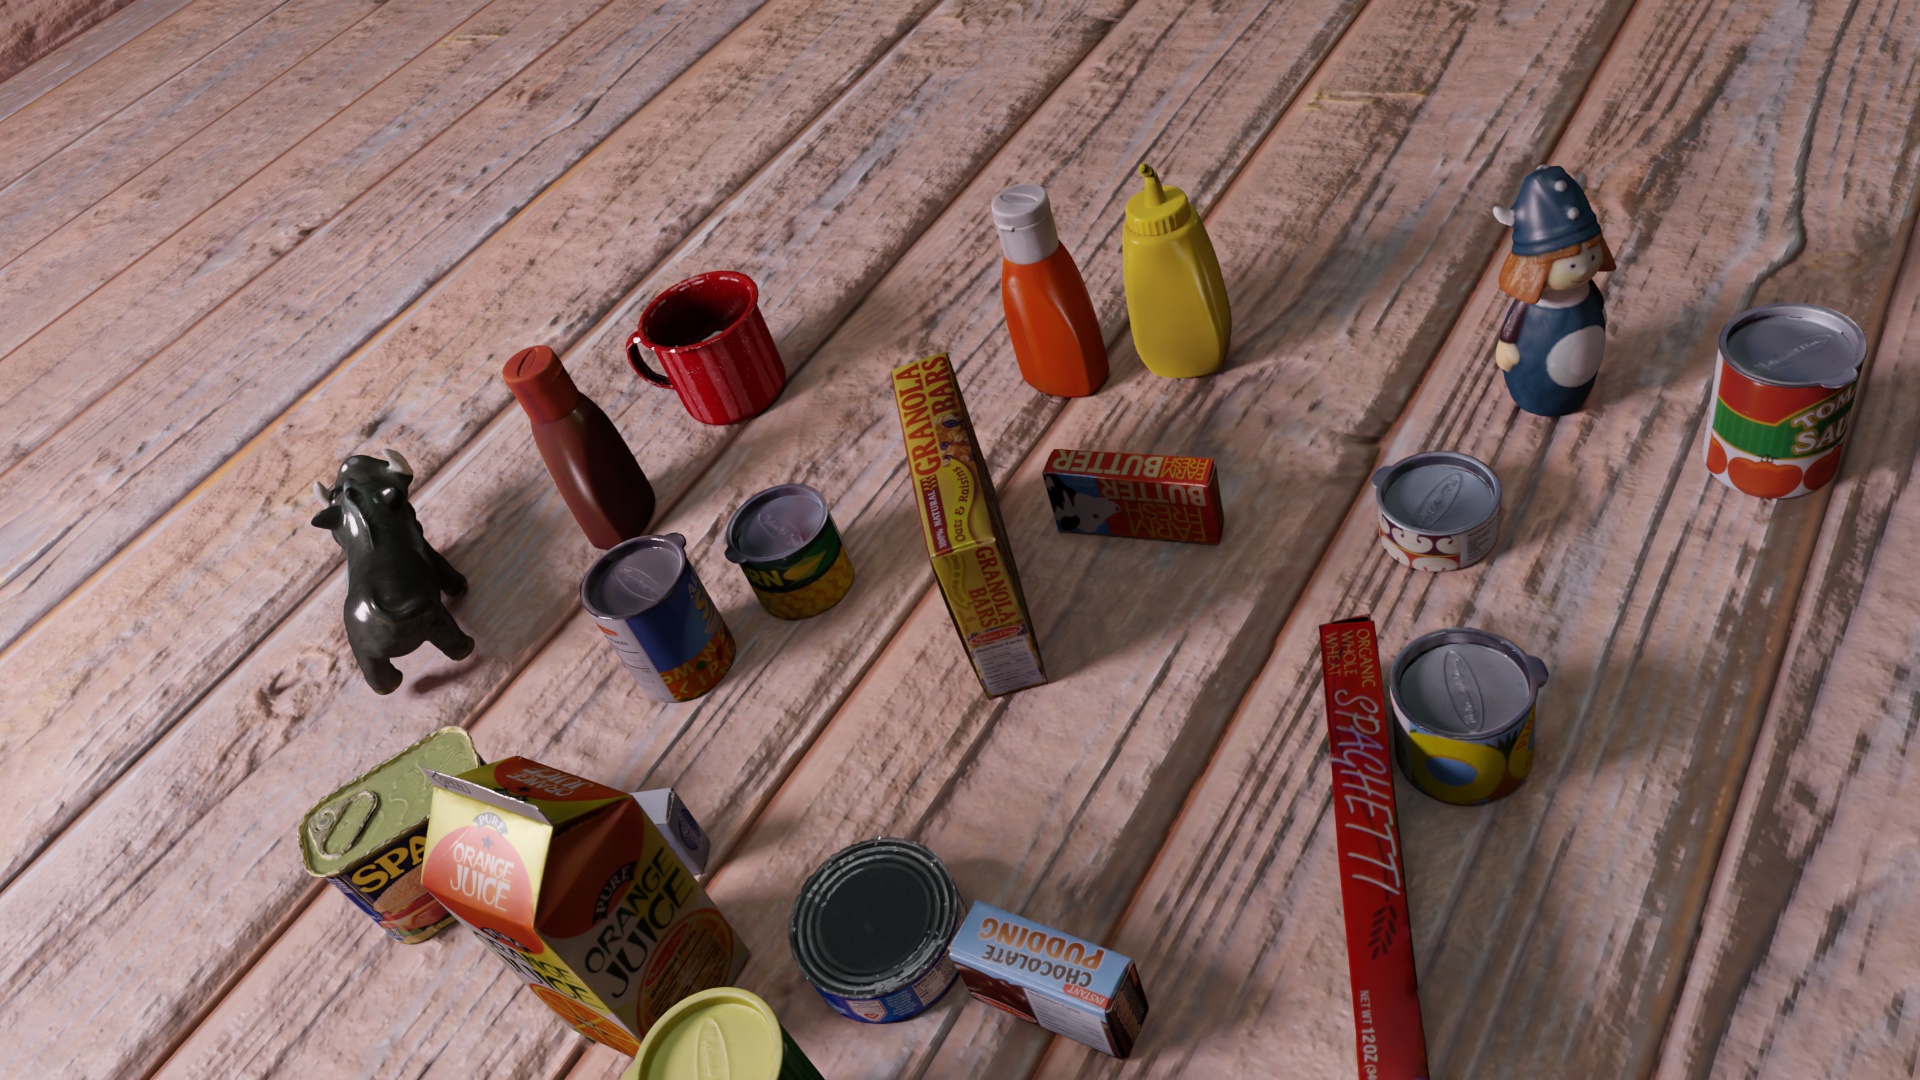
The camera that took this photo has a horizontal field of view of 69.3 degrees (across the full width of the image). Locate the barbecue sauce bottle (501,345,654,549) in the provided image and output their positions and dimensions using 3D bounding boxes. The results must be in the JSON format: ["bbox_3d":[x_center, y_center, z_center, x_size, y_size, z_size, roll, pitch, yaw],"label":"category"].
[{"bbox_3d":[-0.256,-0.064,0.934,0.043,0.147,0.065,-5,46,16],"label":"barbecue sauce bottle"}]

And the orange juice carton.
[{"bbox_3d":[-0.177,0.167,0.646,0.072,0.191,0.073,11,52,29],"label":"orange juice carton"}]

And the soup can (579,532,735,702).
[{"bbox_3d":[-0.180,0.047,0.844,0.071,0.083,0.072,-10,45,11],"label":"soup can"}]

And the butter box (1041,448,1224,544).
[{"bbox_3d":[0.105,-0.027,0.834,0.103,0.053,0.024,5,49,24],"label":"butter box"}]

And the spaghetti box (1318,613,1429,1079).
[{"bbox_3d":[0.188,0.145,0.637,0.028,0.050,0.251,-6,45,15],"label":"spaghetti box"}]

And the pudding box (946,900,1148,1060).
[{"bbox_3d":[0.040,0.201,0.636,0.084,0.049,0.030,12,53,30],"label":"pudding box"}]

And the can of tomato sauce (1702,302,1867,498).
[{"bbox_3d":[0.436,-0.072,0.736,0.071,0.082,0.071,-10,45,11],"label":"can of tomato sauce"}]

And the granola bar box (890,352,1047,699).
[{"bbox_3d":[0.003,-0.010,0.804,0.039,0.123,0.166,-17,44,4],"label":"granola bar box"}]

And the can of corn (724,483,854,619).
[{"bbox_3d":[-0.108,0.009,0.873,0.071,0.058,0.071,-10,45,11],"label":"can of corn"}]

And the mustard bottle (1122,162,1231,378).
[{"bbox_3d":[0.135,-0.177,0.893,0.065,0.159,0.049,-1,47,20],"label":"mustard bottle"}]

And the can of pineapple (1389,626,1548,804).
[{"bbox_3d":[0.244,0.085,0.670,0.071,0.057,0.071,-10,45,11],"label":"can of pineapple"}]

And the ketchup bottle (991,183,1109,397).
[{"bbox_3d":[0.055,-0.163,0.918,0.065,0.148,0.044,19,56,34],"label":"ketchup bottle"}]

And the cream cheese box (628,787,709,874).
[{"bbox_3d":[-0.195,0.164,0.755,0.104,0.053,0.024,-10,45,11],"label":"cream cheese box"}]

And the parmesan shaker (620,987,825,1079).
[{"bbox_3d":[-0.093,0.248,0.600,0.071,0.102,0.072,-10,45,11],"label":"parmesan shaker"}]

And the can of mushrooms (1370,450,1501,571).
[{"bbox_3d":[0.266,-0.017,0.780,0.071,0.033,0.071,-10,45,10],"label":"can of mushrooms"}]
